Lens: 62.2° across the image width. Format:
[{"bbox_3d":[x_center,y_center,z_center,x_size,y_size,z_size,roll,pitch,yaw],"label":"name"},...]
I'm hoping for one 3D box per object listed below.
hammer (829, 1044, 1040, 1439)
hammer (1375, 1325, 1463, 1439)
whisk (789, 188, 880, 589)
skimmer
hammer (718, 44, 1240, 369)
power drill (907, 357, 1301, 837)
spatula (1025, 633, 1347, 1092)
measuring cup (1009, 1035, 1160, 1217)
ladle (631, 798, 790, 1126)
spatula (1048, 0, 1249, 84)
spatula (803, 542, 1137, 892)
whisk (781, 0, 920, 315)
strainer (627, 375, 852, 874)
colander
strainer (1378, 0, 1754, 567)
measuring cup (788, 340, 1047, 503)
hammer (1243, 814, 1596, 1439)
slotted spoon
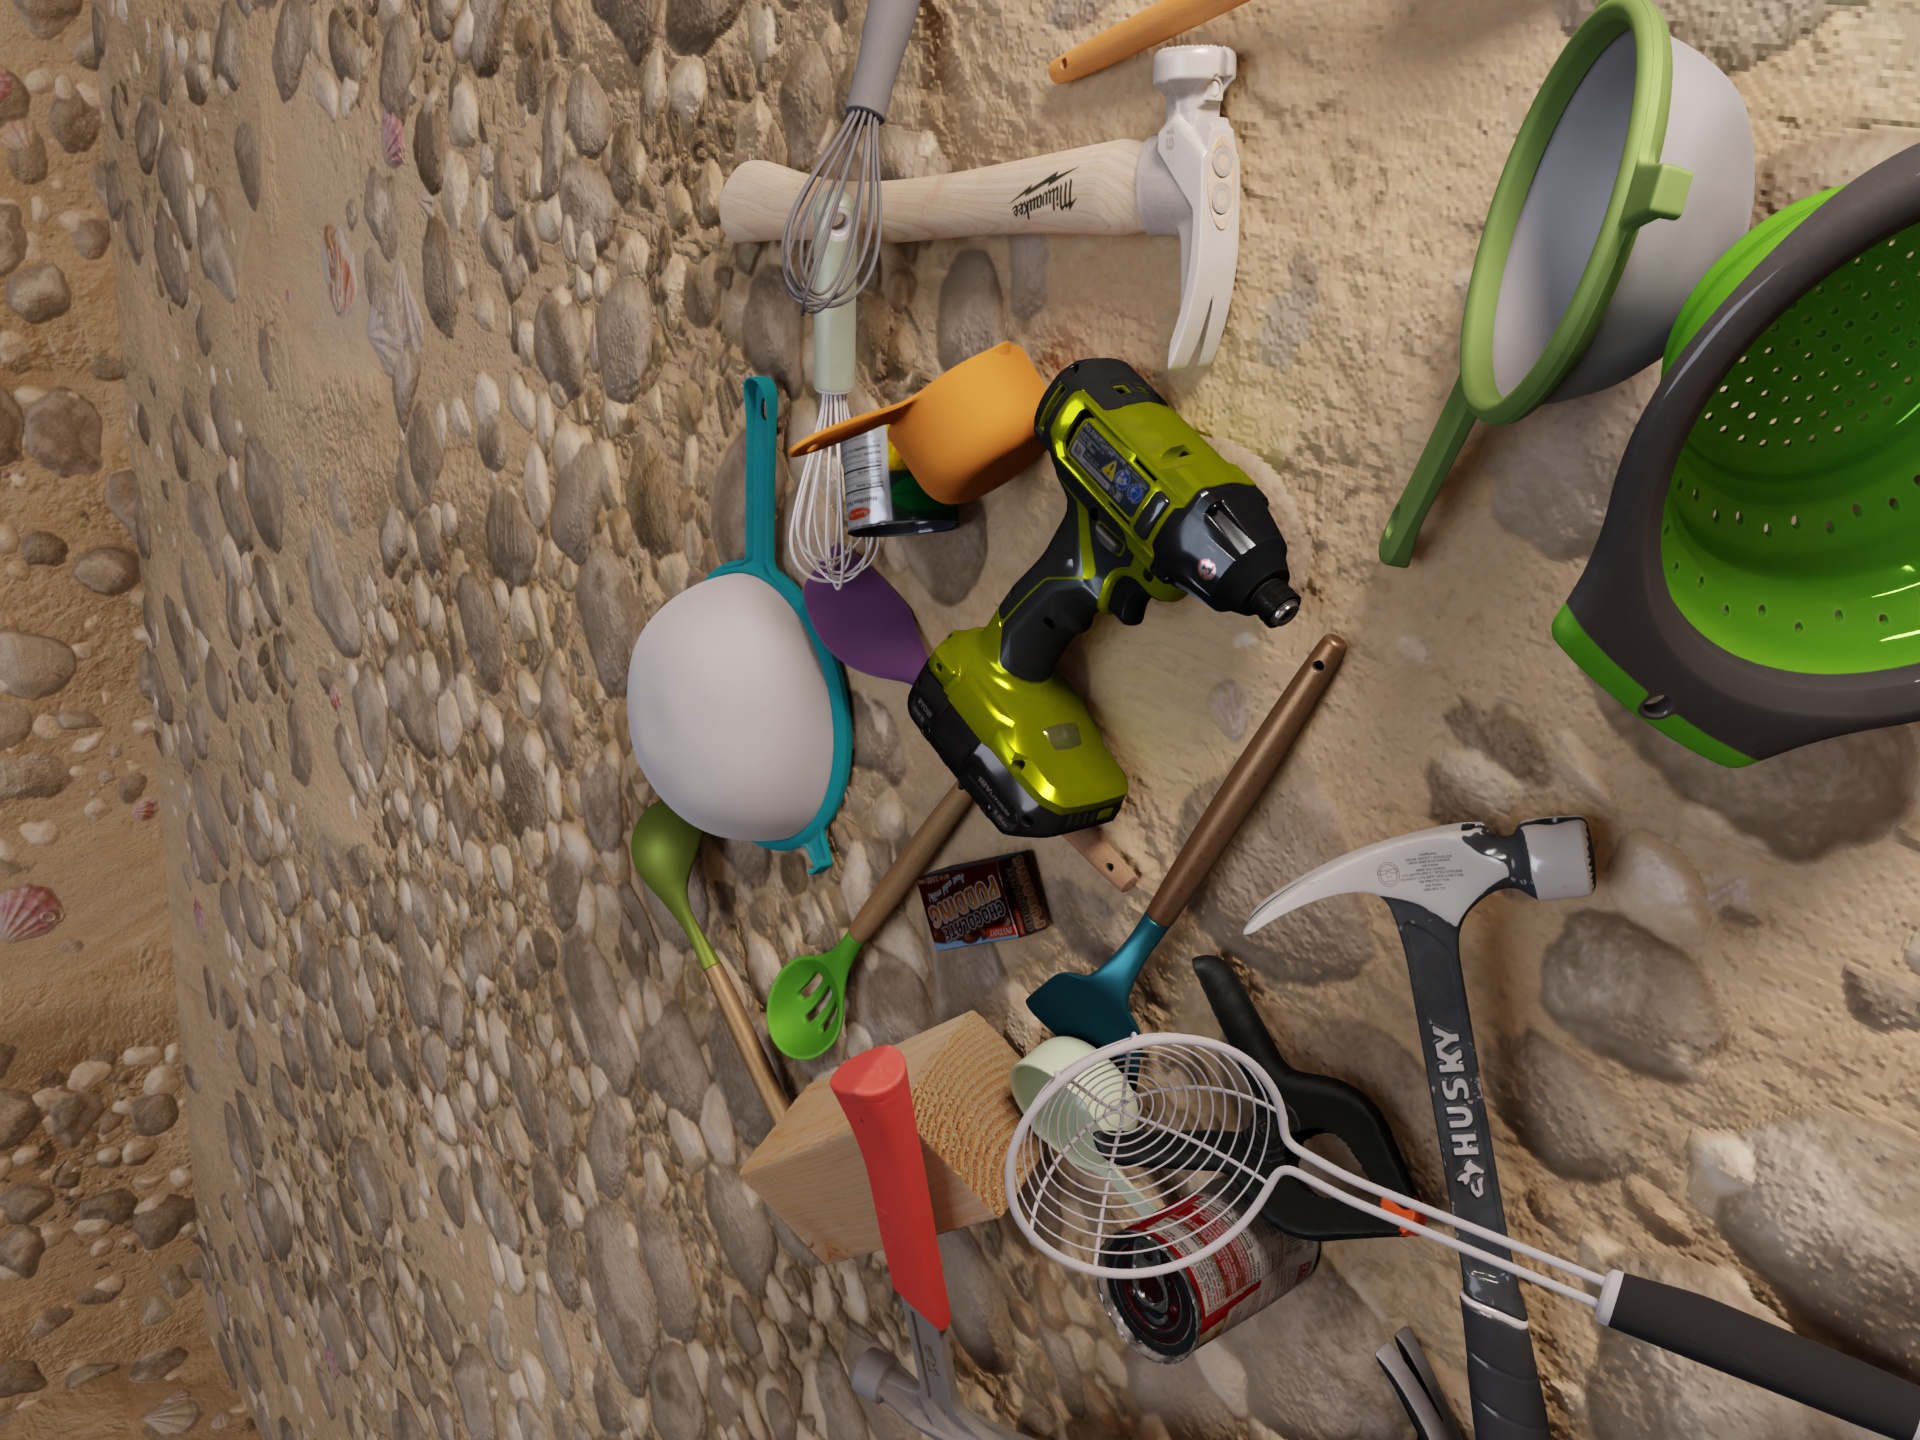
[{"bbox_3d":[-0.019,0.330,0.948,0.149,0.037,0.358,16,132,27],"label":"hammer"},{"bbox_3d":[0.124,0.411,0.876,0.337,0.034,0.127,-24,82,40],"label":"hammer"},{"bbox_3d":[-0.076,-0.194,0.960,0.059,0.057,0.246,-117,26,-58],"label":"whisk"},{"bbox_3d":[0.197,0.226,0.647,0.363,0.090,0.127,17,112,24],"label":"skimmer"},{"bbox_3d":[-0.012,-0.280,0.895,0.411,0.038,0.146,17,114,47],"label":"hammer"},{"bbox_3d":[0.071,-0.050,0.827,0.171,0.080,0.223,52,131,28],"label":"power drill"},{"bbox_3d":[0.120,0.080,0.838,0.082,0.044,0.317,38,122,18],"label":"spatula"},{"bbox_3d":[0.099,0.249,0.908,0.168,0.038,0.083,45,149,9],"label":"measuring cup"},{"bbox_3d":[-0.168,0.207,1.213,0.078,0.062,0.320,-32,82,49],"label":"ladle"},{"bbox_3d":[0.152,-0.333,0.699,0.323,0.041,0.081,2,101,54],"label":"spatula"},{"bbox_3d":[-0.002,-0.003,0.965,0.316,0.018,0.059,45,105,32],"label":"spatula"},{"bbox_3d":[-0.053,-0.333,0.868,0.055,0.055,0.239,7,82,49],"label":"whisk"},{"bbox_3d":[-0.170,-0.063,1.092,0.211,0.095,0.340,26,120,44],"label":"strainer"},{"bbox_3d":[0.343,-0.152,0.462,0.397,0.204,0.095,-45,29,29],"label":"colander"},{"bbox_3d":[0.234,-0.143,0.615,0.256,0.069,0.152,102,180,-53],"label":"strainer"},{"bbox_3d":[-0.016,-0.142,0.830,0.095,0.173,0.052,-38,83,45],"label":"measuring cup"},{"bbox_3d":[0.231,0.246,0.715,0.149,0.036,0.409,-8,99,21],"label":"hammer"},{"bbox_3d":[-0.056,0.130,1.063,0.070,0.031,0.313,56,134,24],"label":"slotted spoon"}]
